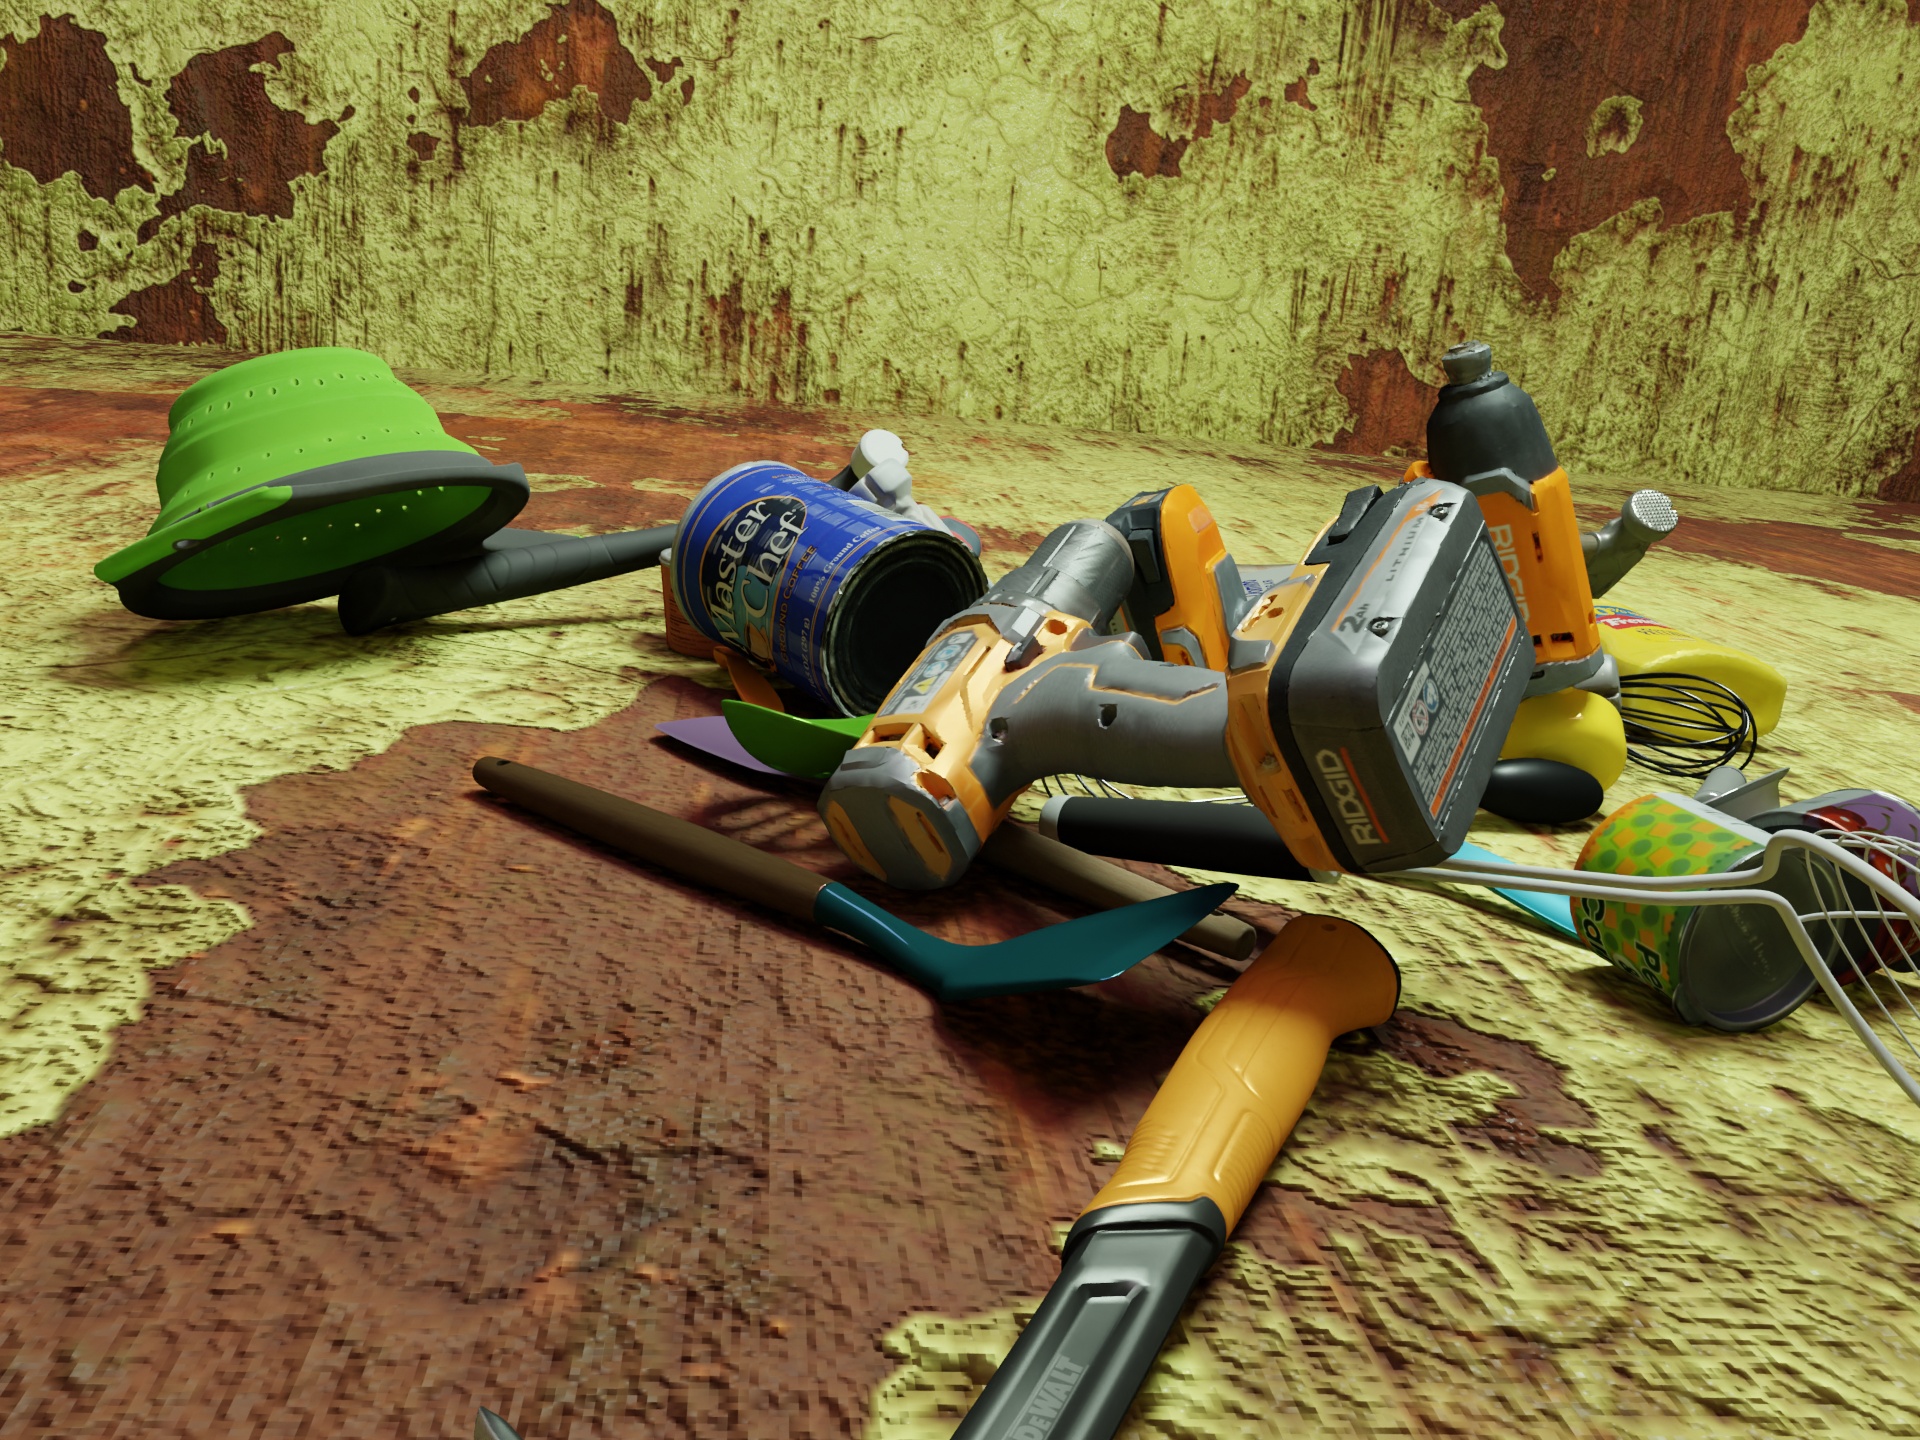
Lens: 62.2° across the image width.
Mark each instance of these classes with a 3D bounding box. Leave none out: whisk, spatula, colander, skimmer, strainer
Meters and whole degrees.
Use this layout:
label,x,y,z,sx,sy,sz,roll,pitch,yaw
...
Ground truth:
label,x,y,z,sx,sy,sz,roll,pitch,yaw
whisk,0.164,0.023,0.694,0.284,0.070,0.070,6,14,-20
spatula,-0.063,0.044,0.543,0.318,0.044,0.082,15,24,34
colander,-0.315,-0.133,0.893,0.204,0.094,0.397,-20,-1,14
spatula,-0.014,0.036,0.638,0.059,0.018,0.316,-8,20,-44
whisk,0.339,-0.012,0.904,0.055,0.055,0.239,-3,13,-30
skimmer,0.160,0.073,0.502,0.363,0.127,0.090,4,54,41
strainer,0.334,0.043,0.704,0.087,0.050,0.258,-36,-12,28

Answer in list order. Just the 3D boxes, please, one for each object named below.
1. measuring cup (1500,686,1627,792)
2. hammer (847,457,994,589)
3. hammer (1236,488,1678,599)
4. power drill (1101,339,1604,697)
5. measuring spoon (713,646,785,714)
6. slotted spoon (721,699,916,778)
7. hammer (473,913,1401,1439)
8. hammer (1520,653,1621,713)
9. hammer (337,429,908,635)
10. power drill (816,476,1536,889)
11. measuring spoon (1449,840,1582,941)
label,x,y,z,sx,sy,sz,roll,pitch,yaw
measuring cup,0.239,0.018,0.765,0.156,0.062,0.029,-4,40,10
hammer,0.003,-0.098,1.040,0.143,0.038,0.386,50,6,-3
hammer,0.305,-0.101,1.156,0.410,0.038,0.146,-6,-24,-14
power drill,0.179,-0.083,0.773,0.226,0.164,0.084,-9,16,28
measuring spoon,-0.109,-0.016,0.817,0.021,0.011,0.117,8,17,-22
slotted spoon,-0.001,-0.002,0.729,0.070,0.031,0.313,13,11,28
hammer,0.042,0.108,0.369,0.127,0.034,0.337,13,17,22
hammer,0.317,-0.063,0.953,0.149,0.036,0.359,-5,17,25
hammer,-0.195,-0.097,0.940,0.334,0.035,0.146,-17,-17,-34
power drill,0.076,-0.022,0.561,0.226,0.084,0.185,-6,35,41
measuring spoon,0.206,0.065,0.628,0.042,0.021,0.129,-26,40,-33
